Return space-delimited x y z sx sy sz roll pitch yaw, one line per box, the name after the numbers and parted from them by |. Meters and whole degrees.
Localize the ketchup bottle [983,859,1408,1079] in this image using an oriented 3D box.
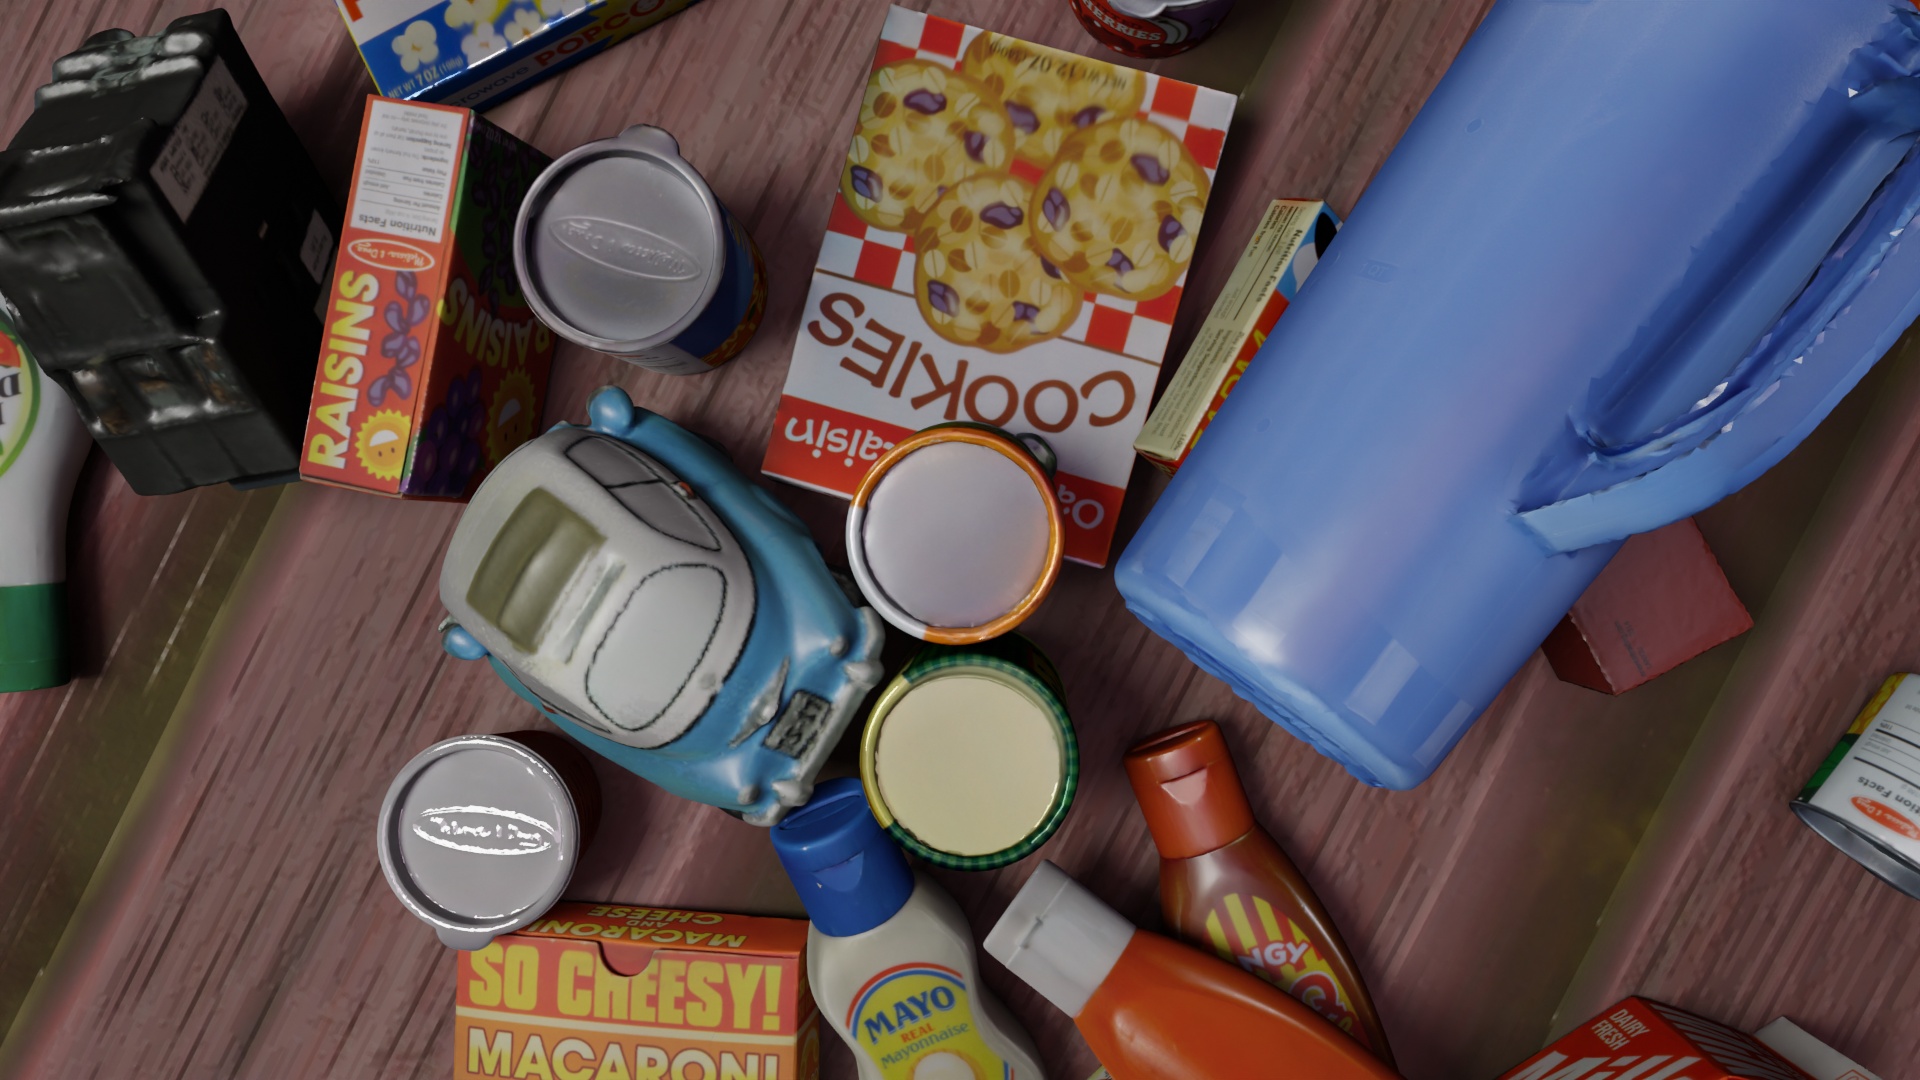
0.076 0.162 0.447 0.149 0.043 0.064 36 94 11 | ketchup bottle

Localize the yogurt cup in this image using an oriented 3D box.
-0.160 0.098 0.487 0.072 0.054 0.072 0 91 2 | yogurt cup

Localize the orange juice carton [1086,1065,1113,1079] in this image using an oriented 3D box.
0.012 0.276 0.476 0.192 0.072 0.073 -43 89 2 | orange juice carton

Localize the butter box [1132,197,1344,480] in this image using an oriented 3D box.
0.104 -0.059 0.473 0.053 0.024 0.103 34 82 -34 | butter box

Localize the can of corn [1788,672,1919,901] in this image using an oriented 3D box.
0.329 0.087 0.468 0.071 0.071 0.058 37 92 1 | can of corn

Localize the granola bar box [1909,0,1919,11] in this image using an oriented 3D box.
0.325 -0.176 0.475 0.165 0.039 0.124 -22 91 2 | granola bar box

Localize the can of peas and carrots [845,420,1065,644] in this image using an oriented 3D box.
0.002 -0.005 0.436 0.071 0.059 0.071 0 96 2 | can of peas and carrots

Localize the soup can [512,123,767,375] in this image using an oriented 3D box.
-0.103 -0.094 0.467 0.071 0.084 0.071 0 91 1 | soup can

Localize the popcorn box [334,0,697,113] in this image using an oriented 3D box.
-0.158 -0.211 0.489 0.127 0.038 0.085 -26 90 2 | popcorn box

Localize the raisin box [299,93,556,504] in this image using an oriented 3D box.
-0.170 -0.075 0.468 0.040 0.086 0.123 11 91 7 | raisin box

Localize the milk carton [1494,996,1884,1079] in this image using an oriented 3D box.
0.215 0.223 0.469 0.190 0.072 0.073 -33 90 2 | milk carton

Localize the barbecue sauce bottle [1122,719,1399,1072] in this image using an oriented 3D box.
0.100 0.138 0.485 0.065 0.044 0.148 -21 90 5 | barbecue sauce bottle

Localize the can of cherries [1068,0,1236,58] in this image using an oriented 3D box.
0.067 -0.203 0.473 0.071 0.058 0.071 0 92 1 | can of cherries

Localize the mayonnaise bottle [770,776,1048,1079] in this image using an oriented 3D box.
-0.019 0.149 0.466 0.065 0.041 0.147 -23 112 -3 | mayonnaise bottle

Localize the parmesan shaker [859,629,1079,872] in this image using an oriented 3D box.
0.005 0.067 0.457 0.071 0.103 0.071 0 92 2 | parmesan shaker

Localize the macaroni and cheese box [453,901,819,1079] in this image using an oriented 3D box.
-0.114 0.217 0.489 0.124 0.040 0.166 2 91 7 | macaroni and cheese box

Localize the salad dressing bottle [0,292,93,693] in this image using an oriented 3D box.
-0.342 -0.020 0.495 0.064 0.044 0.147 -3 91 1 | salad dressing bottle

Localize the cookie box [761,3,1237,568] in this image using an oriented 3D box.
0.013 -0.085 0.486 0.123 0.040 0.167 16 90 1 | cookie box
